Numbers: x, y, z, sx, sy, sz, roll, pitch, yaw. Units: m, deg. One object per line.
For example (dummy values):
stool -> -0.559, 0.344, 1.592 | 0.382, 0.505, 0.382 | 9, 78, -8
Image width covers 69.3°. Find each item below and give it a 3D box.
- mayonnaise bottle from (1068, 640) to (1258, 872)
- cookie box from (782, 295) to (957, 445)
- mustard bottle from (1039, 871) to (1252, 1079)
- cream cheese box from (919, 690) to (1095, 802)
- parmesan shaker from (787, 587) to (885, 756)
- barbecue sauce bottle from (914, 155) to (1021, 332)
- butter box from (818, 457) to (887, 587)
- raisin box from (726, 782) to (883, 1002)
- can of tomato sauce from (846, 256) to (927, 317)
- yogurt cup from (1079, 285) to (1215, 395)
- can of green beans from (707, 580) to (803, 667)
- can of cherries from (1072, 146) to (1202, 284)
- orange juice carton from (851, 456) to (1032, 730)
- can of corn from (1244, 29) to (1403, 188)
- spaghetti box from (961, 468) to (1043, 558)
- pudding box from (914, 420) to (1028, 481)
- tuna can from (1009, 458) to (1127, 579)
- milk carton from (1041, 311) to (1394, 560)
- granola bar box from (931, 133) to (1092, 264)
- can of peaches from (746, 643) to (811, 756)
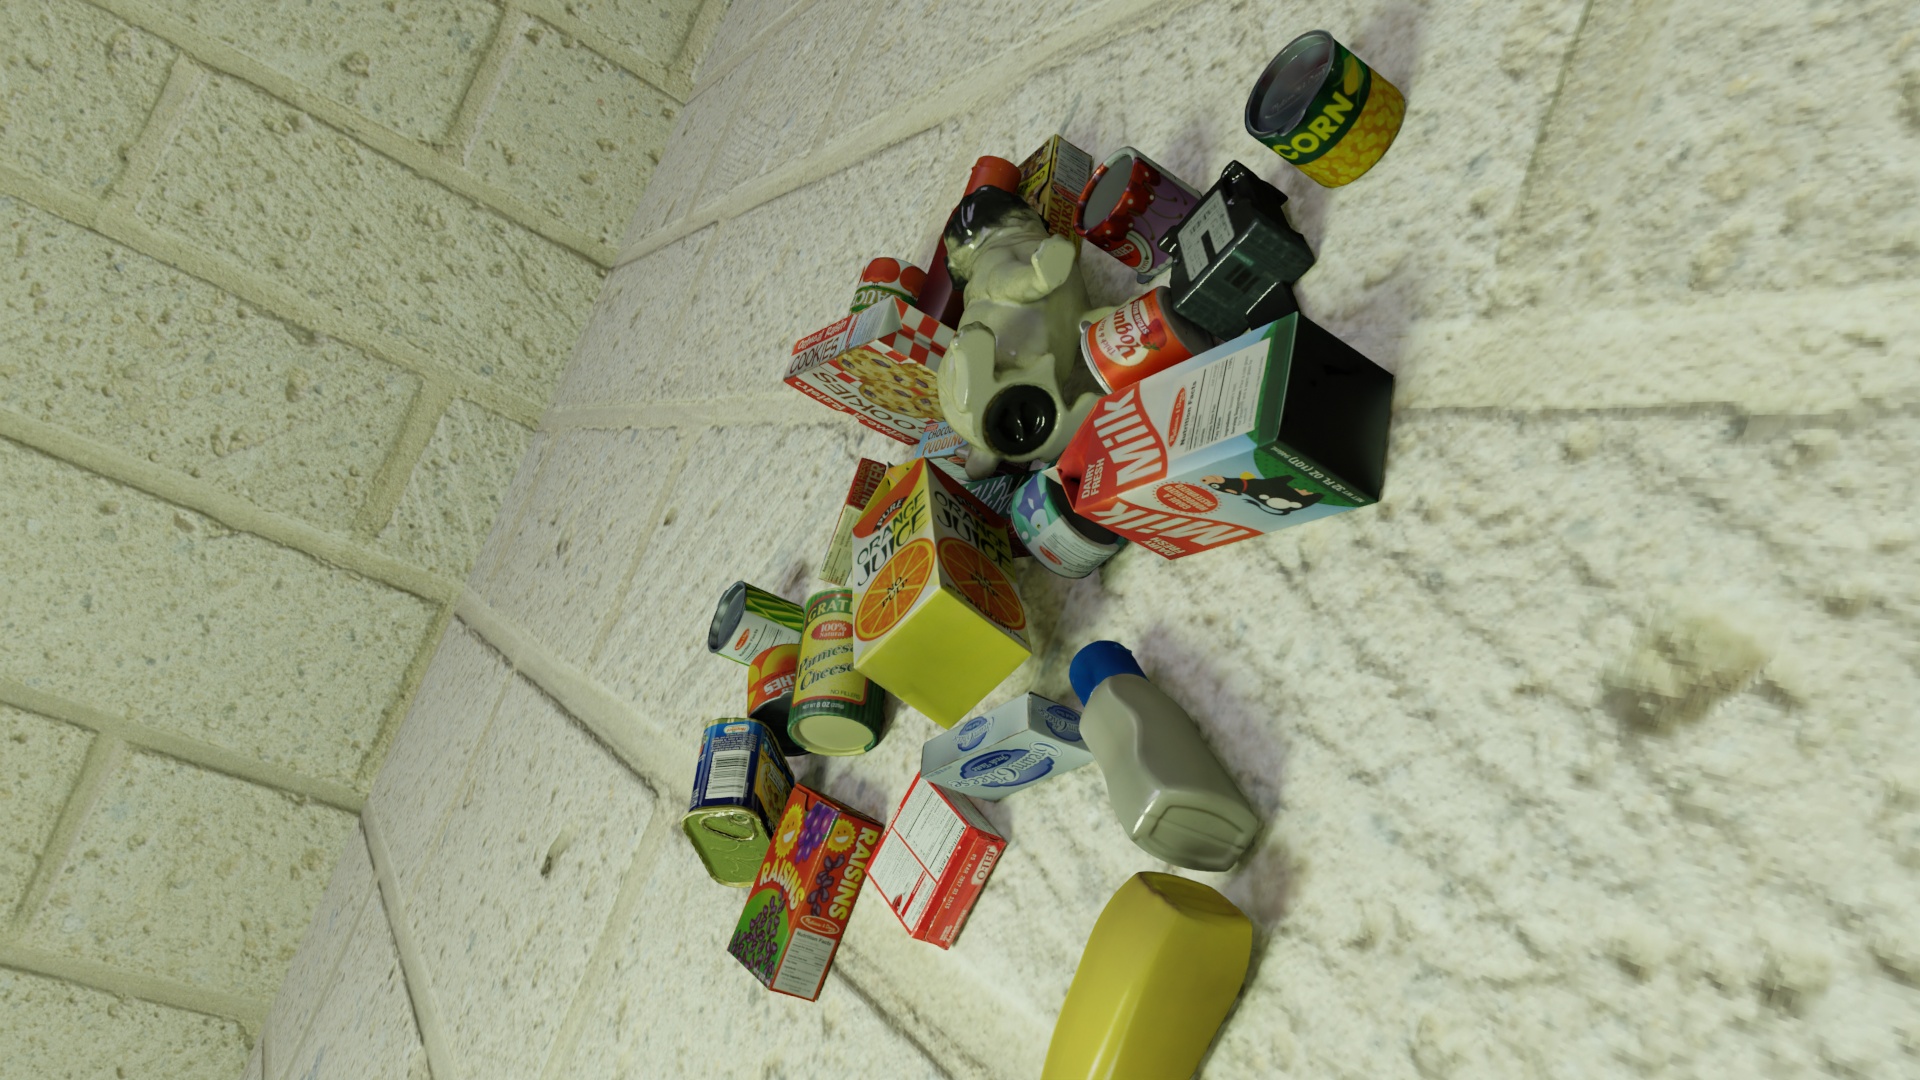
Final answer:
mayonnaise bottle -> 0.090, 0.099, 0.677 | 0.041, 0.065, 0.148 | -61, 22, 16
cookie box -> -0.046, -0.122, 1.049 | 0.167, 0.123, 0.040 | -7, 60, 60
mustard bottle -> 0.068, 0.223, 0.602 | 0.160, 0.065, 0.049 | -65, 30, 7
cream cheese box -> 0.028, 0.117, 0.779 | 0.103, 0.053, 0.024 | -33, 42, 46
parmesan shaker -> -0.082, 0.094, 0.992 | 0.071, 0.071, 0.103 | -38, 37, 43
barbecue sauce bottle -> 0.005, -0.215, 1.040 | 0.065, 0.043, 0.149 | -1, 68, 64
butter box -> -0.085, -0.013, 1.095 | 0.103, 0.024, 0.053 | 116, 171, -50
raisin box -> -0.106, 0.235, 0.937 | 0.086, 0.040, 0.123 | 4, 70, 63
can of tomato sauce -> -0.066, -0.197, 1.214 | 0.071, 0.071, 0.083 | -18, 52, 56
yogurt cup -> 0.113, -0.113, 0.820 | 0.053, 0.072, 0.073 | -36, 37, 31
can of green beans -> -0.174, 0.075, 1.183 | 0.071, 0.058, 0.071 | -42, 34, 38
can of cherries -> 0.115, -0.213, 0.909 | 0.071, 0.058, 0.072 | -42, 33, 37
orange juice carton -> -0.016, 0.017, 0.839 | 0.073, 0.071, 0.193 | -44, 25, 20
can of corn -> 0.202, -0.237, 0.771 | 0.071, 0.058, 0.071 | -42, 34, 37
spaghetti box -> 0.003, -0.012, 0.968 | 0.249, 0.028, 0.050 | -8, 61, 60
pudding box -> 0.009, -0.063, 0.979 | 0.083, 0.049, 0.030 | 1, 70, 62
tuna can -> 0.065, -0.015, 0.816 | 0.032, 0.071, 0.071 | -42, 34, 37
milk carton -> 0.125, -0.044, 0.725 | 0.190, 0.072, 0.074 | -19, 50, 54
granola bar box -> 0.032, -0.225, 1.095 | 0.165, 0.039, 0.125 | -30, 43, 49
can of peaches -> -0.128, 0.118, 1.048 | 0.071, 0.071, 0.058 | -49, 29, 28
